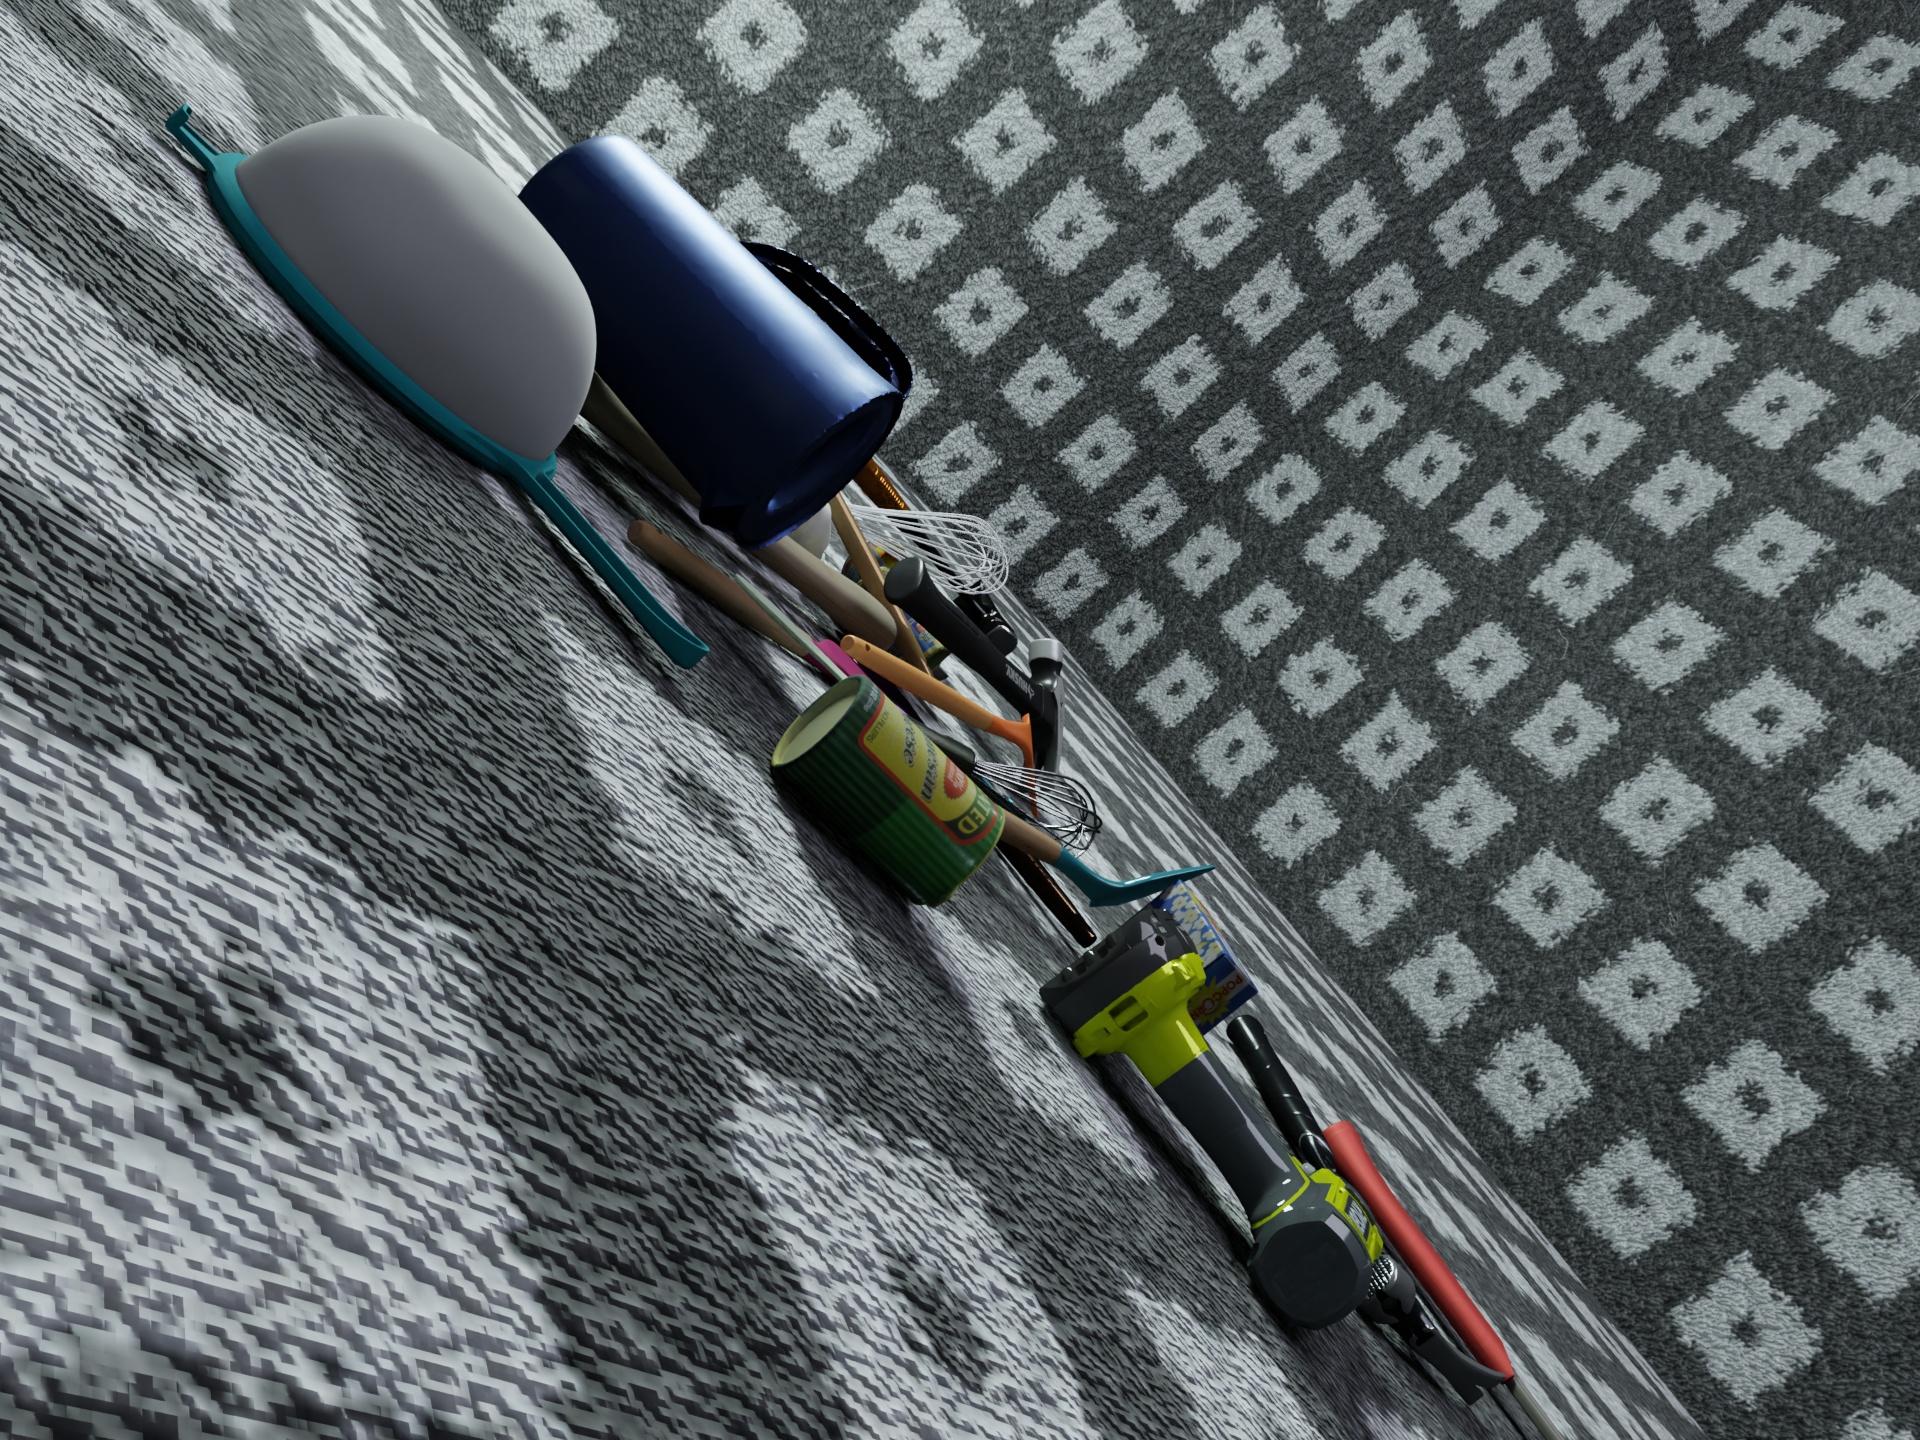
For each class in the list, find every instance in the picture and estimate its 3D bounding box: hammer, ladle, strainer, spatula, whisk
[{"bbox_3d":[-0.063,-0.196,1.407,0.336,0.034,0.127,49,6,-32],"label":"hammer"},{"bbox_3d":[0.369,0.439,1.161,0.149,0.036,0.359,41,11,-46],"label":"hammer"},{"bbox_3d":[-0.088,-0.175,1.251,0.320,0.062,0.078,63,10,4],"label":"ladle"},{"bbox_3d":[-0.210,-0.176,0.772,0.340,0.095,0.211,48,7,11],"label":"strainer"},{"bbox_3d":[0.042,0.068,1.040,0.317,0.082,0.044,31,47,-34],"label":"spatula"},{"bbox_3d":[0.019,-0.047,1.303,0.334,0.035,0.146,39,50,-61],"label":"hammer"},{"bbox_3d":[0.008,0.032,1.060,0.246,0.059,0.058,30,-20,-36],"label":"whisk"},{"bbox_3d":[-0.081,-0.163,1.312,0.284,0.070,0.070,15,23,-27],"label":"whisk"},{"bbox_3d":[-0.002,-0.004,1.184,0.322,0.041,0.081,29,52,-55],"label":"spatula"},{"bbox_3d":[-0.002,0.042,1.144,0.316,0.018,0.059,50,7,27],"label":"spatula"},{"bbox_3d":[0.273,0.332,1.172,0.149,0.036,0.409,47,7,-19],"label":"hammer"},{"bbox_3d":[-0.166,-0.147,1.071,0.410,0.038,0.146,39,13,-46],"label":"hammer"}]

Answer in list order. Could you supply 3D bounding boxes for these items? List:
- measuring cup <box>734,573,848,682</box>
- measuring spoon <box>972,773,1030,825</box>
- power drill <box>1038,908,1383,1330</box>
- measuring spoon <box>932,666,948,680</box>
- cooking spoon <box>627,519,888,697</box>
[{"bbox_3d":[-0.080,-0.012,0.906,0.167,0.038,0.083,46,7,-1],"label":"measuring cup"},{"bbox_3d":[0.011,0.055,1.185,0.129,0.021,0.042,43,-17,42],"label":"measuring spoon"},{"bbox_3d":[0.149,0.218,0.892,0.223,0.080,0.171,54,9,15],"label":"power drill"},{"bbox_3d":[-0.034,-0.055,1.507,0.034,0.018,0.124,46,1,-13],"label":"measuring spoon"},{"bbox_3d":[-0.113,-0.056,1.011,0.069,0.017,0.318,53,8,30],"label":"cooking spoon"}]
